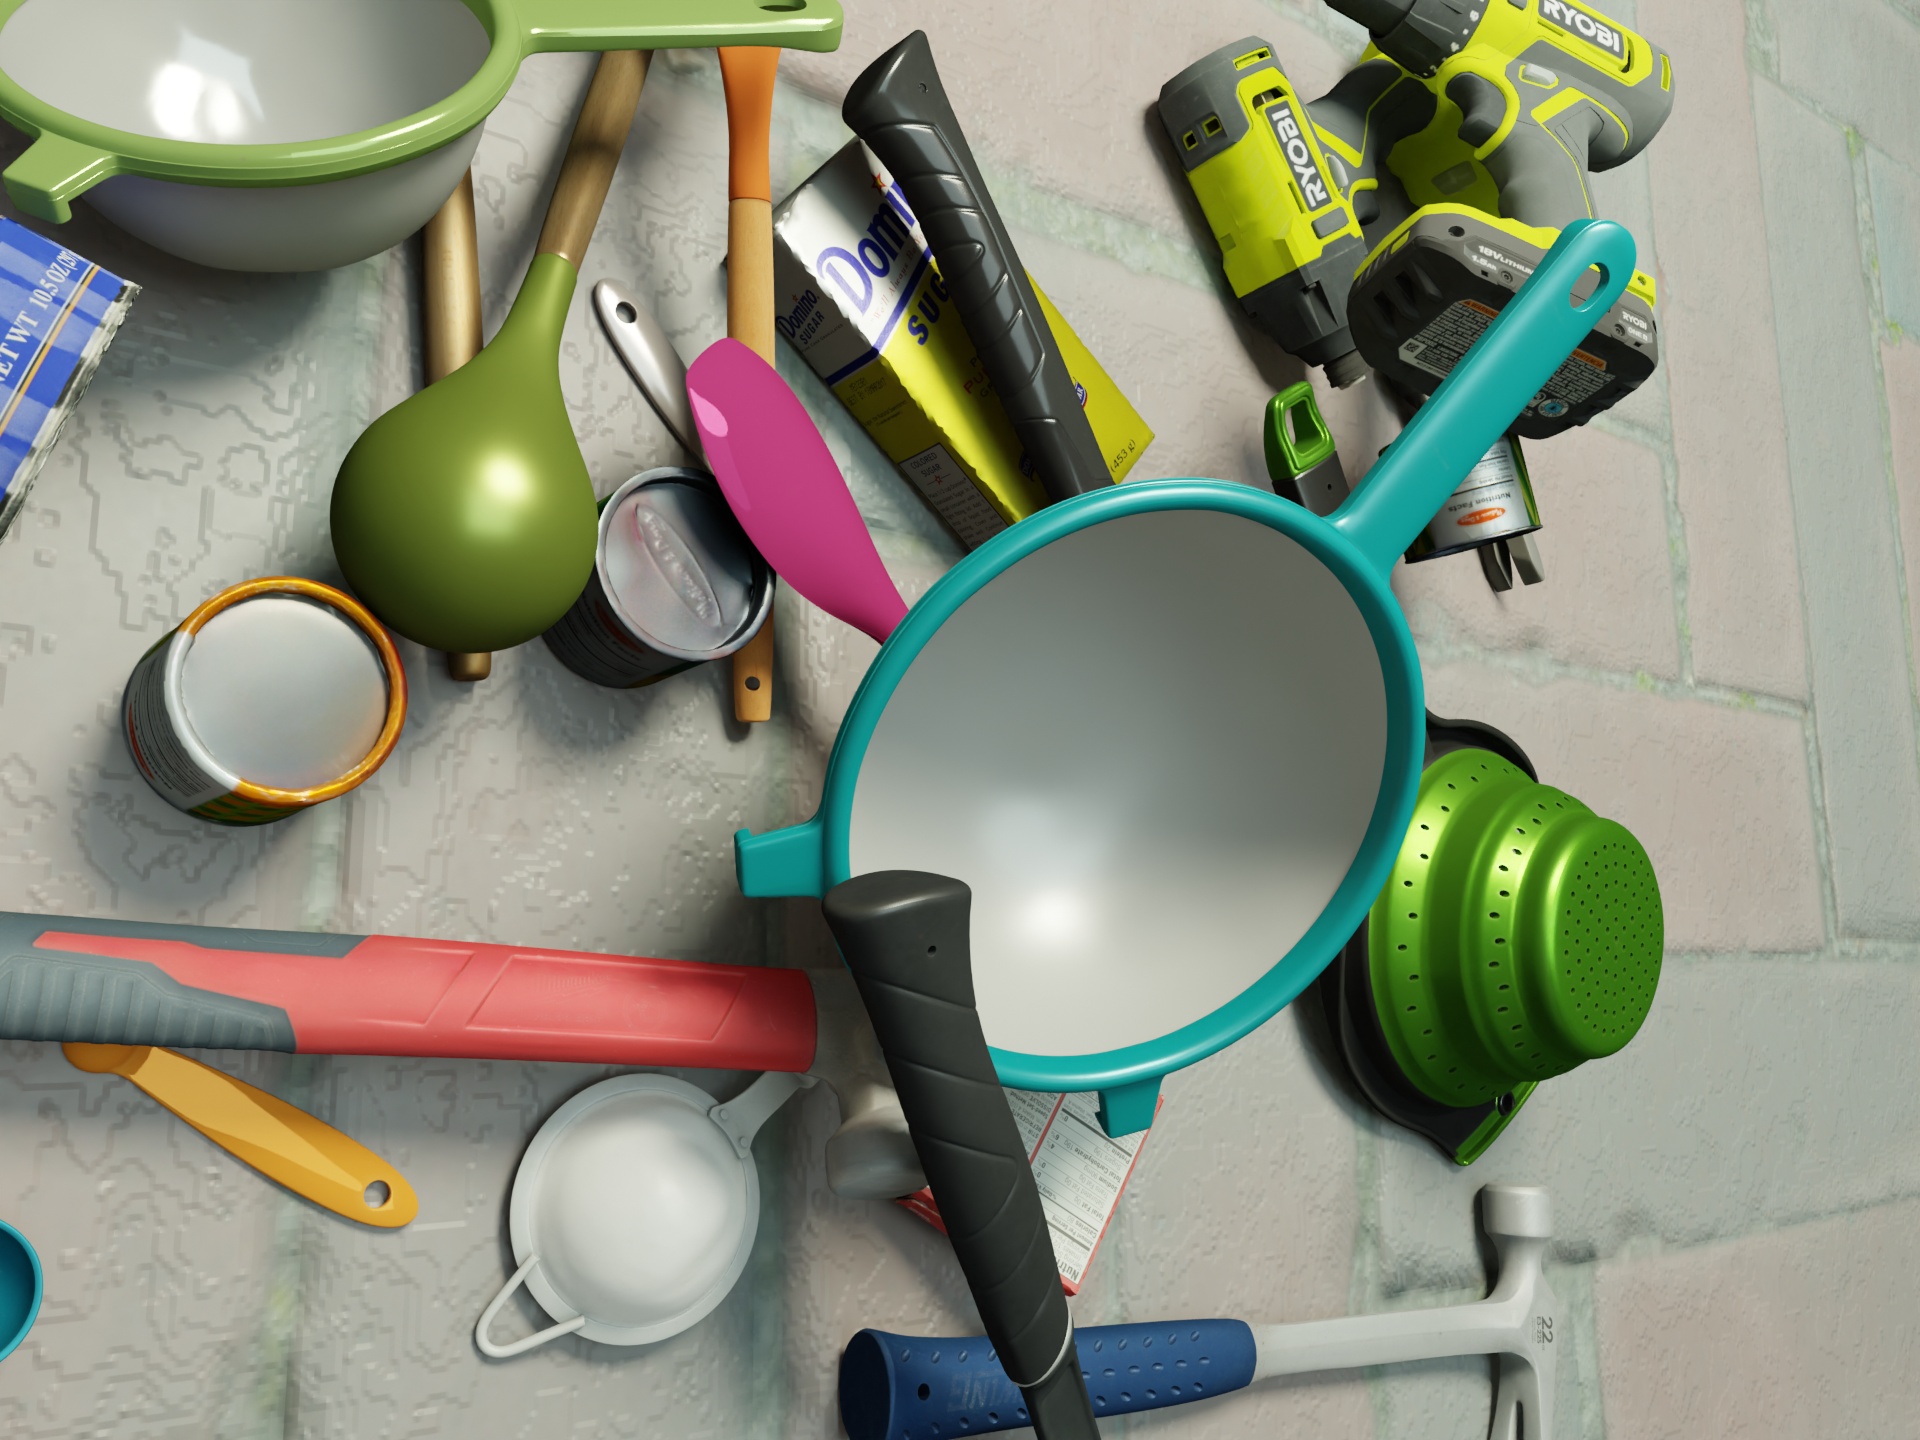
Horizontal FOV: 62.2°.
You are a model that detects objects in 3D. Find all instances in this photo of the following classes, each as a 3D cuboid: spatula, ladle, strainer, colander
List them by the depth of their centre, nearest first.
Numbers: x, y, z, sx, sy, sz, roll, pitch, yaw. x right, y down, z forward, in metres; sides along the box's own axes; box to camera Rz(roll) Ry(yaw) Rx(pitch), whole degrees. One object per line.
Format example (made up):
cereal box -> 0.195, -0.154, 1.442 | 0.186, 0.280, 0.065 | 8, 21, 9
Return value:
strainer -> -0.160, -0.191, 0.496 | 0.256, 0.069, 0.152 | -12, 53, -22
strainer -> 0.084, -0.036, 0.537 | 0.210, 0.095, 0.340 | 39, 92, -30
ladle -> -0.135, -0.163, 0.541 | 0.078, 0.062, 0.320 | 19, 55, -19
strainer -> -0.061, 0.124, 0.561 | 0.258, 0.050, 0.087 | -41, 102, -38
spatula -> -0.076, -0.161, 0.578 | 0.081, 0.041, 0.322 | 0, 96, -6
colander -> 0.239, 0.028, 0.737 | 0.204, 0.094, 0.397 | -34, 110, -35

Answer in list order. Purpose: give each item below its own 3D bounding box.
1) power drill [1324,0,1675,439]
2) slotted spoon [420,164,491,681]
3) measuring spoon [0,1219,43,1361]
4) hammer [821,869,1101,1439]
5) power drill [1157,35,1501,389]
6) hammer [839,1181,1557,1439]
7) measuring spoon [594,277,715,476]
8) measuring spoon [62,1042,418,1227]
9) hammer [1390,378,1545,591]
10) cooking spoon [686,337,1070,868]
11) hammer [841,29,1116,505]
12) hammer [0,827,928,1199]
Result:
power drill -> 0.244, -0.263, 0.742 | 0.190, 0.080, 0.229 | 19, 63, -17
slotted spoon -> -0.176, -0.169, 0.539 | 0.070, 0.031, 0.314 | -1, 84, -37
measuring spoon -> -0.276, 0.109, 0.418 | 0.042, 0.021, 0.129 | -11, 79, -39
hammer -> 0.026, 0.225, 0.533 | 0.149, 0.036, 0.408 | -31, 118, -29
power drill -> 0.216, -0.281, 0.828 | 0.223, 0.080, 0.171 | -33, 101, -33
hammer -> 0.128, 0.274, 0.676 | 0.405, 0.035, 0.144 | 11, 75, -35
measuring spoon -> -0.095, -0.112, 0.593 | 0.034, 0.018, 0.124 | -44, 107, -34
measuring spoon -> -0.207, 0.118, 0.467 | 0.116, 0.011, 0.021 | 41, 60, -24
hammer -> 0.168, -0.064, 0.772 | 0.359, 0.037, 0.149 | -35, 102, -37
cooking spoon -> -0.001, -0.002, 0.589 | 0.318, 0.017, 0.069 | 56, 35, -22
hammer -> 0.046, -0.106, 0.629 | 0.146, 0.035, 0.334 | -36, 107, -33
hammer -> -0.182, 0.064, 0.461 | 0.386, 0.038, 0.143 | 10, 55, -30
